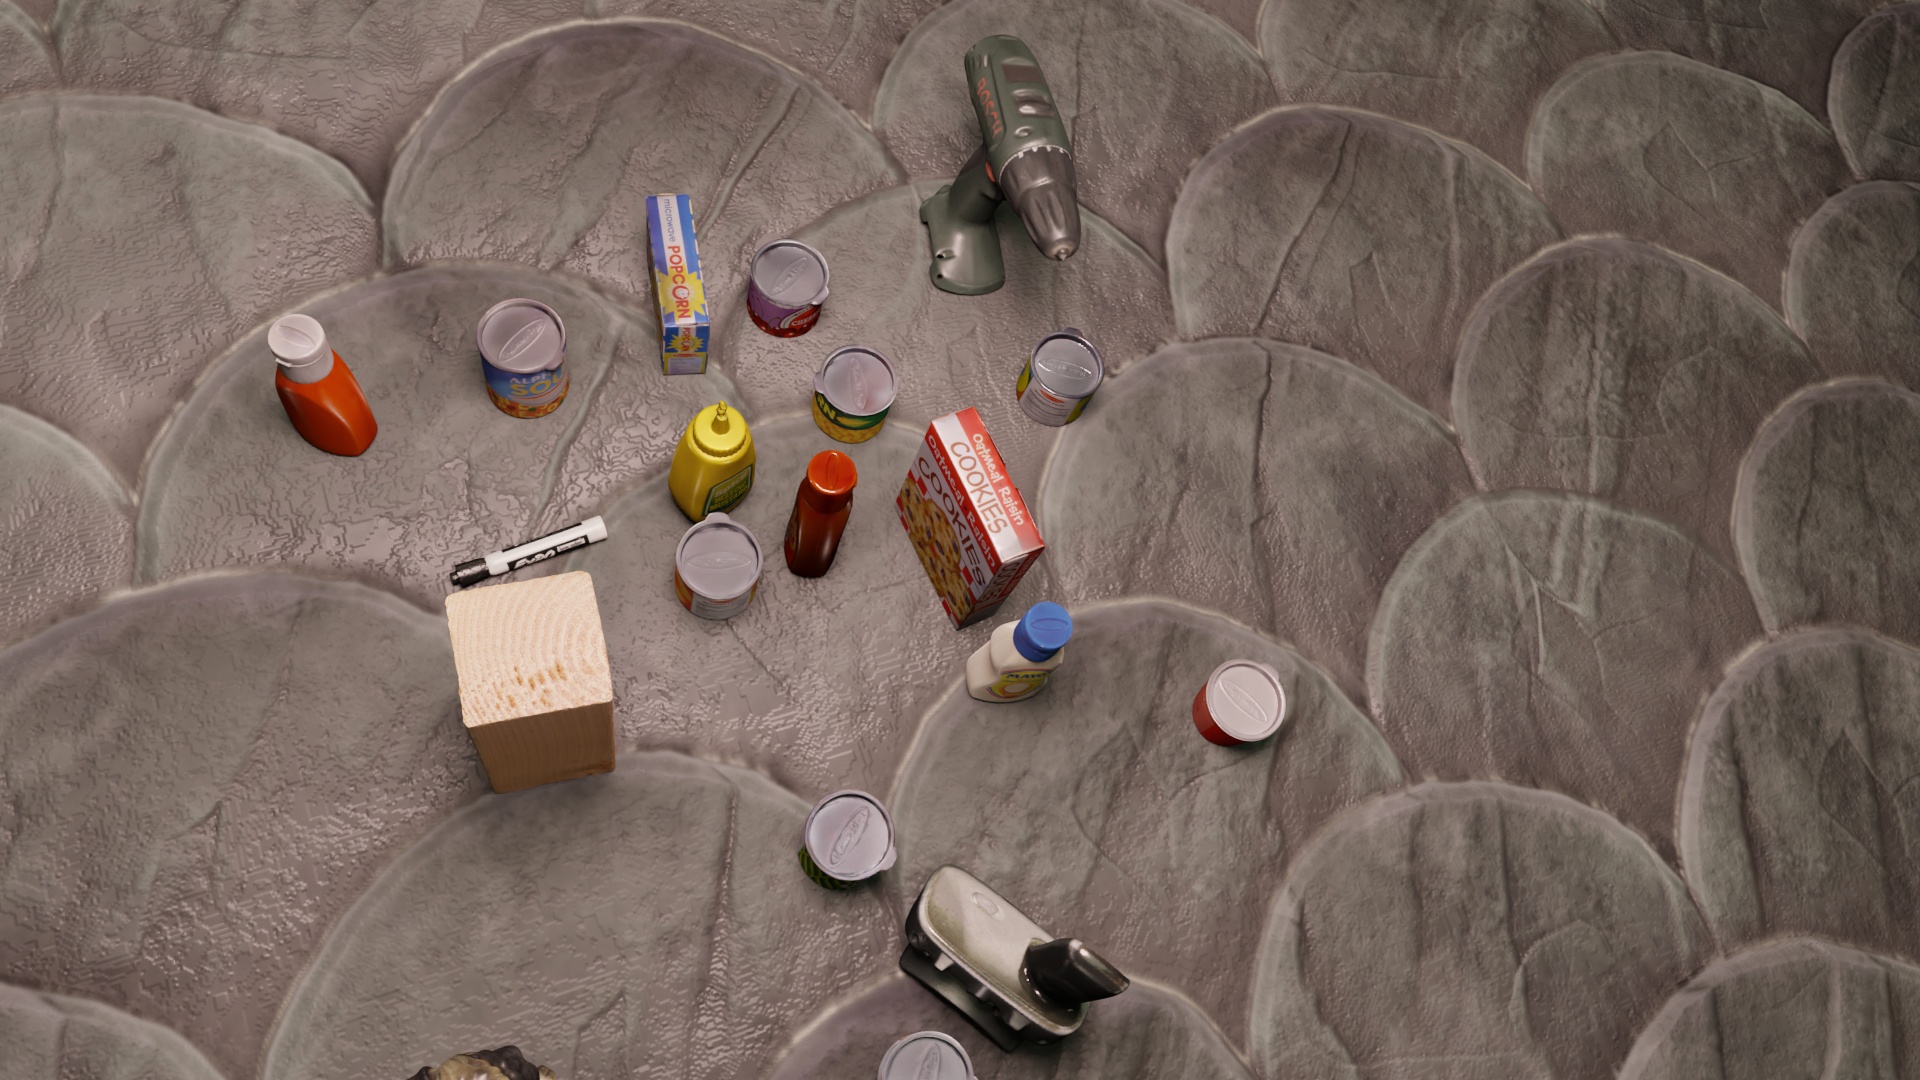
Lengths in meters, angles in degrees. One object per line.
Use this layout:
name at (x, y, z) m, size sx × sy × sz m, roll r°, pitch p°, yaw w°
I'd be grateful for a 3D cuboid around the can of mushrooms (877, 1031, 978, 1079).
can of mushrooms at (-0.023, 0.387, 0.994) m, size 0.071 × 0.033 × 0.071 m, roll 5°, pitch 68°, yaw -11°

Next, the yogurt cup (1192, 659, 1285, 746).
yogurt cup at (0.226, 0.137, 1.143) m, size 0.072 × 0.053 × 0.072 m, roll 5°, pitch 68°, yaw -11°

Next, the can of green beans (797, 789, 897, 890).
can of green beans at (-0.086, 0.223, 1.032) m, size 0.071 × 0.057 × 0.071 m, roll 5°, pitch 68°, yaw -11°

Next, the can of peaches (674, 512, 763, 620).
can of peaches at (-0.190, 0.021, 1.089) m, size 0.071 × 0.057 × 0.071 m, roll 5°, pitch 68°, yaw -11°

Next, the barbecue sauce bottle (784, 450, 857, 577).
barbecue sauce bottle at (-0.108, -0.024, 1.077) m, size 0.044 × 0.148 × 0.065 m, roll 7°, pitch 67°, yaw -10°

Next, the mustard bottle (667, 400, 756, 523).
mustard bottle at (-0.189, -0.065, 1.069) m, size 0.065 × 0.159 × 0.049 m, roll -35°, pitch 80°, yaw -23°

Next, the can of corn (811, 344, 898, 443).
can of corn at (-0.092, -0.122, 1.171) m, size 0.071 × 0.058 × 0.071 m, roll 5°, pitch 68°, yaw -11°

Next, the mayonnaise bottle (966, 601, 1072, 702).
mayonnaise bottle at (0.048, 0.087, 1.069) m, size 0.065 × 0.147 × 0.041 m, roll 0°, pitch 69°, yaw -13°

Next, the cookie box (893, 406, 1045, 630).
cookie box at (0.004, -0.014, 1.089) m, size 0.040 × 0.166 × 0.123 m, roll -21°, pitch 75°, yaw -20°

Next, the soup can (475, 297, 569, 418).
soup can at (-0.345, -0.141, 1.105) m, size 0.071 × 0.083 × 0.071 m, roll 5°, pitch 68°, yaw -11°

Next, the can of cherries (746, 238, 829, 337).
can of cherries at (-0.148, -0.214, 1.195) m, size 0.071 × 0.058 × 0.072 m, roll 5°, pitch 68°, yaw -11°

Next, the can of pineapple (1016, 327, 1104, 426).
can of pineapple at (0.088, -0.143, 1.222) m, size 0.071 × 0.057 × 0.071 m, roll 5°, pitch 68°, yaw -11°

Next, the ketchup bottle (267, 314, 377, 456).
ketchup bottle at (-0.476, -0.114, 1.027) m, size 0.065 × 0.148 × 0.044 m, roll 25°, pitch 65°, yaw -3°

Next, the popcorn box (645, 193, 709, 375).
popcorn box at (-0.237, -0.213, 1.158) m, size 0.038 × 0.085 × 0.127 m, roll -6°, pitch 70°, yaw -16°
